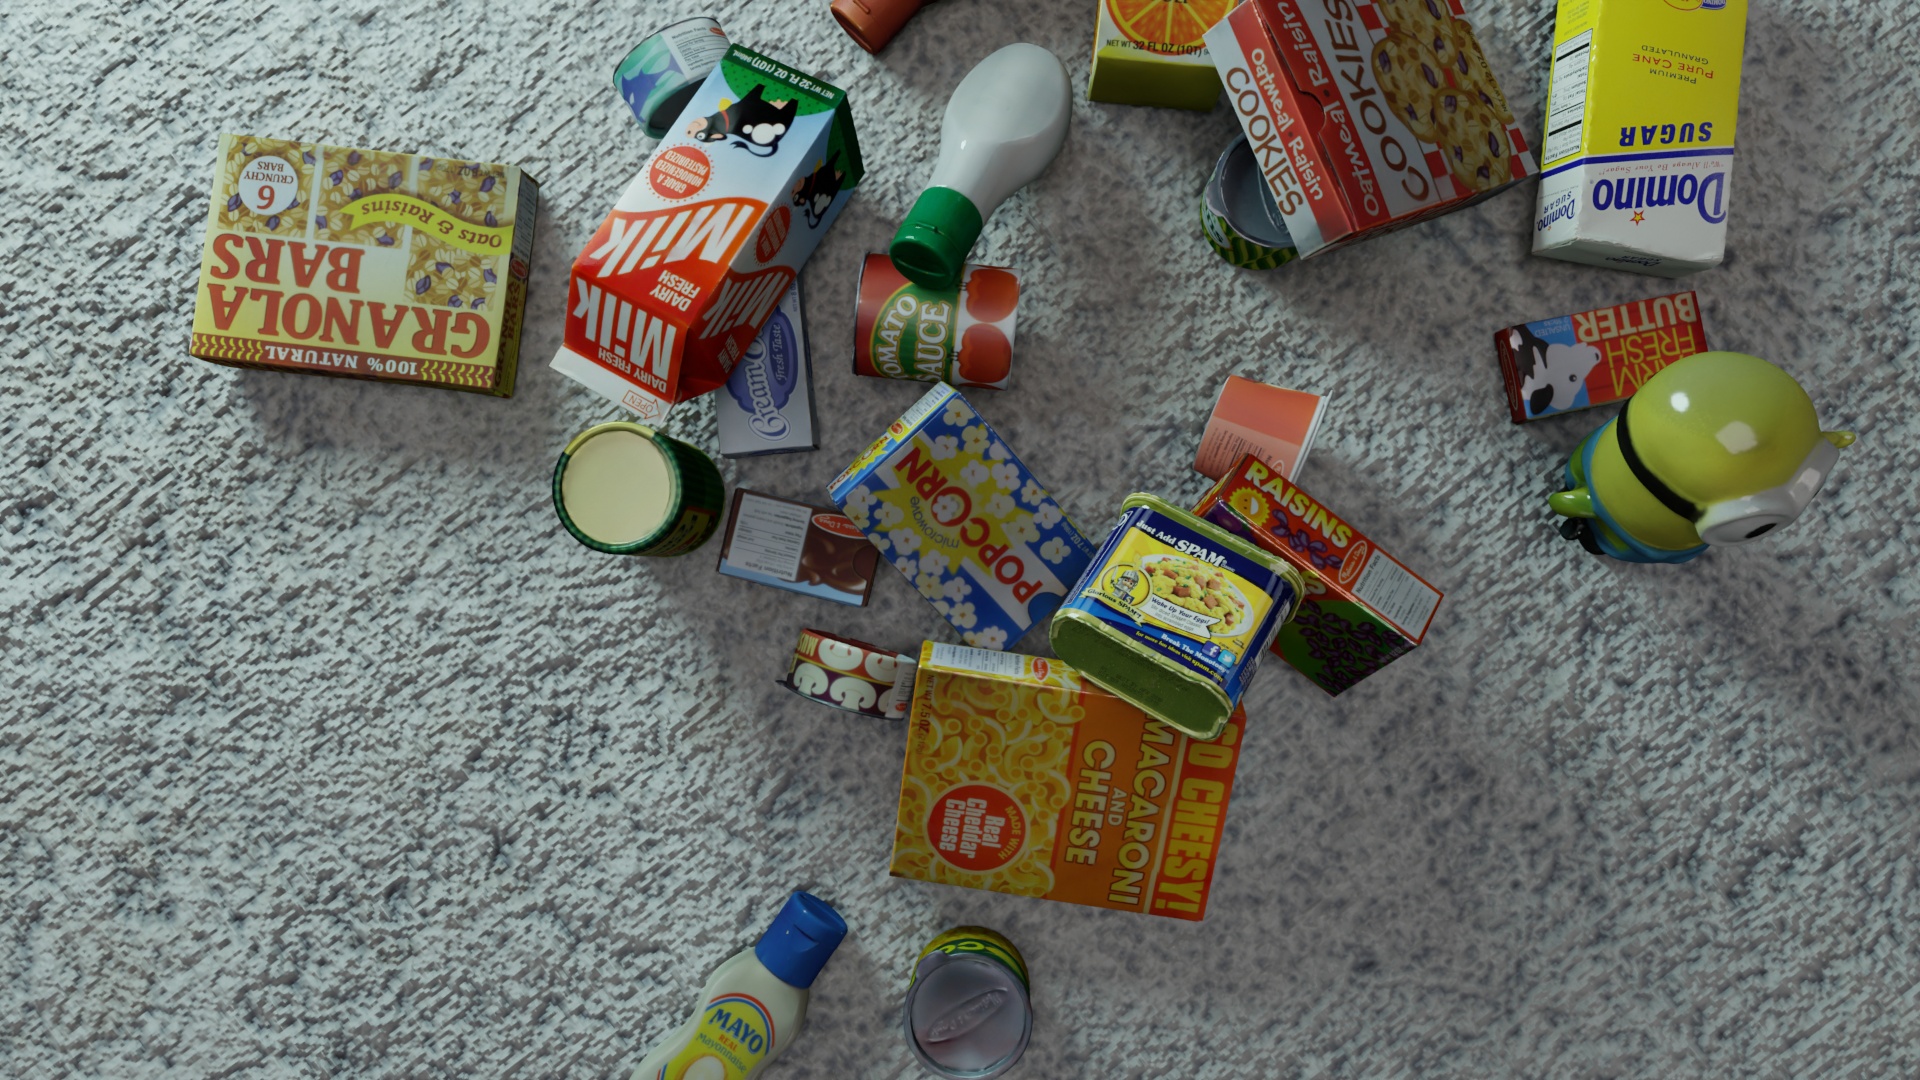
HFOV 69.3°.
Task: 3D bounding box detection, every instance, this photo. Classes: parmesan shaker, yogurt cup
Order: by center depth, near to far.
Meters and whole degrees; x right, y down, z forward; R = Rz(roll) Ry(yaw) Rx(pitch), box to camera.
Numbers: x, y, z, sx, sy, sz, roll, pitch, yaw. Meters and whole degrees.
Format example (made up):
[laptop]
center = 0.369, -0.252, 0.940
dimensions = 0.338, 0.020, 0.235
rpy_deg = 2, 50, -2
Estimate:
[parmesan shaker]
center = -0.168, -0.023, 0.722
dimensions = 0.071, 0.103, 0.071
rpy_deg = 0, 89, 2
[yogurt cup]
center = 0.158, -0.053, 0.736
dimensions = 0.054, 0.072, 0.072
rpy_deg = 23, 89, 10

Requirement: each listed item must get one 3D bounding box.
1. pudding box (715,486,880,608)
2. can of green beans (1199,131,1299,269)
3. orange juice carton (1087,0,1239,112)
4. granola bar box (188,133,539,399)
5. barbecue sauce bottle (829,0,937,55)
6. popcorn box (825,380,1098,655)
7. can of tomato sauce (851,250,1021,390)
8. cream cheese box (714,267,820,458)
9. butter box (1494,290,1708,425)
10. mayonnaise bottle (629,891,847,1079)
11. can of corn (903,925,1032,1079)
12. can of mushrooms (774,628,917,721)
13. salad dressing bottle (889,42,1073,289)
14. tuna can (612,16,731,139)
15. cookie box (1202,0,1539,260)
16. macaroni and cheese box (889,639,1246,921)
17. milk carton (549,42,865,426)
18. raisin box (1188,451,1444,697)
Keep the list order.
[pudding box]
center = -0.085, 0.004, 0.756
dimensions = 0.084, 0.030, 0.049
rpy_deg = 13, 88, 2
[can of green beans]
center = 0.164, -0.182, 0.742
dimensions = 0.071, 0.058, 0.071
rpy_deg = 0, 89, 1
[orange juice carton]
center = 0.114, -0.335, 0.740
dimensions = 0.072, 0.073, 0.192
rpy_deg = 6, 88, 2
[granola bar box]
center = -0.324, -0.149, 0.762
dimensions = 0.166, 0.039, 0.124
rpy_deg = 7, 88, 1
[barbecue sauce bottle]
center = -0.008, -0.331, 0.758
dimensions = 0.065, 0.043, 0.148
rpy_deg = 44, 90, 2
[popcorn box]
center = 0.003, -0.009, 0.729
dimensions = 0.085, 0.038, 0.126
rpy_deg = -43, 110, 0
[can of tomato sauce]
center = -0.012, -0.115, 0.738
dimensions = 0.083, 0.071, 0.071
rpy_deg = 6, 89, 1
[cream cheese box]
center = -0.109, -0.099, 0.763
dimensions = 0.053, 0.024, 0.104
rpy_deg = -6, 88, 3
[butter box]
center = 0.347, -0.099, 0.752
dimensions = 0.103, 0.024, 0.053
rpy_deg = -12, 89, 1
[mayonnaise bottle]
center = -0.117, 0.258, 0.743
dimensions = 0.065, 0.041, 0.148
rpy_deg = 35, 90, 4
[can of corn]
center = 0.003, 0.241, 0.732
dimensions = 0.071, 0.058, 0.071
rpy_deg = 0, 89, 2
[can of mushrooms]
center = -0.060, 0.070, 0.735
dimensions = 0.071, 0.071, 0.033
rpy_deg = 16, 89, 2
[salad dressing bottle]
center = 0.010, -0.195, 0.724
dimensions = 0.064, 0.043, 0.148
rpy_deg = 21, 62, 14
[tuna can]
center = -0.152, -0.247, 0.749
dimensions = 0.071, 0.071, 0.033
rpy_deg = -30, 89, 1
[cookie box]
center = 0.212, -0.221, 0.706
dimensions = 0.168, 0.040, 0.123
rpy_deg = -23, 88, -35
[macaroni and cheese box]
center = 0.054, 0.125, 0.727
dimensions = 0.166, 0.040, 0.123
rpy_deg = 9, 108, 0
[milk carton]
center = -0.131, -0.151, 0.715
dimensions = 0.072, 0.073, 0.191
rpy_deg = 28, 75, 13
[raisin box]
center = 0.171, 0.020, 0.720
dimensions = 0.123, 0.085, 0.040
rpy_deg = 37, 62, 2
